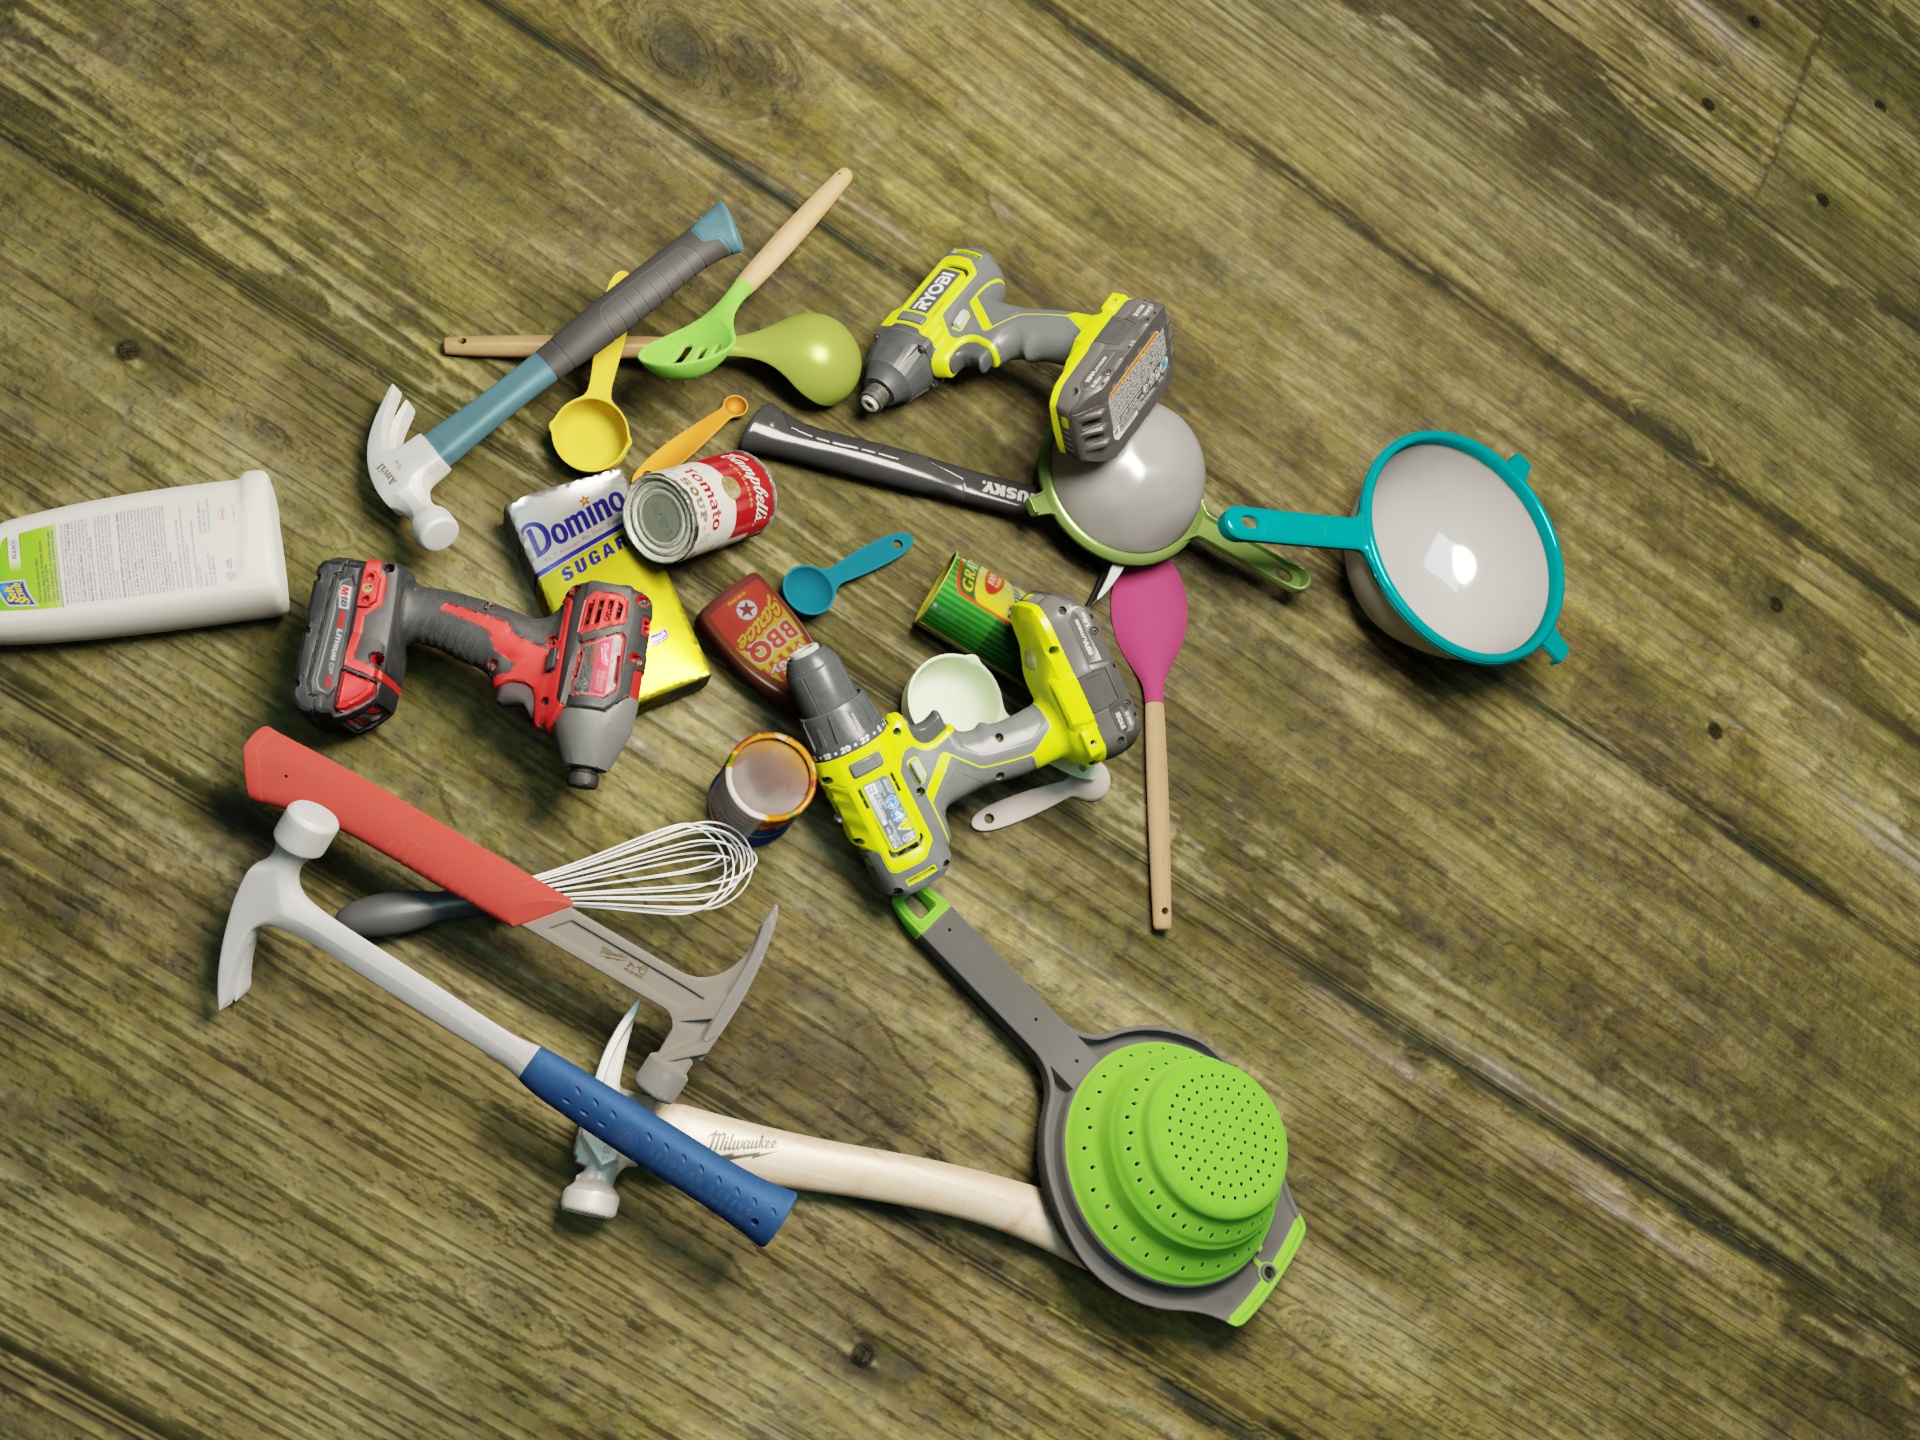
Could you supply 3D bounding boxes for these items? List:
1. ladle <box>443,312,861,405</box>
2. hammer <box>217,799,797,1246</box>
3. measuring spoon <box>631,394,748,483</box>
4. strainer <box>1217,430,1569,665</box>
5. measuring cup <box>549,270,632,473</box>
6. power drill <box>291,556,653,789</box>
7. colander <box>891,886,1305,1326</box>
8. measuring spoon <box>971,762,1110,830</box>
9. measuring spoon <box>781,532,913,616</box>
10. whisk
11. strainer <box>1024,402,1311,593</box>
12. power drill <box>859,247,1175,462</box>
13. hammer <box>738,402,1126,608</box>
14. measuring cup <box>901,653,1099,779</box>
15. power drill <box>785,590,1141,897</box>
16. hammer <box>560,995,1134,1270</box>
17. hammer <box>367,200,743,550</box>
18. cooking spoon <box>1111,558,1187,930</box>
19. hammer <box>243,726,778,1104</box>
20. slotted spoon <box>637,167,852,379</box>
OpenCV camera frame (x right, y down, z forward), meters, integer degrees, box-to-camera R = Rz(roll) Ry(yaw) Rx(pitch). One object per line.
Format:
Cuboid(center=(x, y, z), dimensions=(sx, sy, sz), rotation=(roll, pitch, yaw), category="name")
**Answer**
Cuboid(center=(-0.236, -0.285, 1.244), dimensions=(0.320, 0.062, 0.078), rotation=(-2, 69, -11), category="ladle")
Cuboid(center=(-0.289, 0.219, 1.023), dimensions=(0.405, 0.035, 0.144), rotation=(34, 102, -3), category="hammer")
Cuboid(center=(-0.212, -0.216, 1.243), dimensions=(0.021, 0.011, 0.117), rotation=(44, 70, 8), category="measuring spoon")
Cuboid(center=(0.347, -0.137, 1.339), dimensions=(0.340, 0.095, 0.211), rotation=(2, 72, -23), category="strainer")
Cuboid(center=(-0.270, -0.263, 1.208), dimensions=(0.062, 0.029, 0.156), rotation=(11, 85, -8), category="measuring cup")
Cuboid(center=(-0.328, -0.032, 1.088), dimensions=(0.219, 0.078, 0.143), rotation=(7, 78, -4), category="power drill")
Cuboid(center=(0.108, 0.250, 1.143), dimensions=(0.397, 0.094, 0.204), rotation=(45, 54, 4), category="colander")
Cuboid(center=(0.065, 0.060, 1.242), dimensions=(0.124, 0.018, 0.034), rotation=(-20, 81, -21), category="measuring spoon")
Cuboid(center=(-0.089, -0.116, 1.251), dimensions=(0.128, 0.021, 0.042), rotation=(-31, 85, -32), category="measuring spoon")
Cuboid(center=(-0.281, 0.116, 1.097), dimensions=(0.284, 0.070, 0.070), rotation=(-8, 77, -15), category="whisk")
Cuboid(center=(0.188, -0.180, 1.290), dimensions=(0.256, 0.069, 0.151), rotation=(29, 66, -10), category="strainer")
Cuboid(center=(0.040, -0.286, 1.260), dimensions=(0.223, 0.080, 0.171), rotation=(21, 62, 28), category="power drill")
Cuboid(center=(-0.013, -0.189, 1.283), dimensions=(0.334, 0.035, 0.146), rotation=(13, 70, -14), category="hammer")
Cuboid(center=(0.030, 0.009, 1.238), dimensions=(0.167, 0.038, 0.083), rotation=(27, 70, -13), category="measuring cup")
Cuboid(center=(-0.002, -0.004, 1.160), dimensions=(0.228, 0.080, 0.190), rotation=(-28, 103, -11), category="power drill")
Cuboid(center=(-0.060, 0.310, 1.119), dimensions=(0.410, 0.038, 0.146), rotation=(16, 69, -13), category="hammer")
Cuboid(center=(-0.290, -0.267, 1.162), dimensions=(0.331, 0.033, 0.128), rotation=(-41, 64, -8), category="hammer")
Cuboid(center=(0.158, 0.011, 1.286), dimensions=(0.068, 0.017, 0.319), rotation=(5, 72, -15), category="cooking spoon")
Cuboid(center=(-0.303, 0.101, 1.052), dimensions=(0.359, 0.036, 0.149), rotation=(32, 80, -5), category="hammer")
Cuboid(center=(-0.157, -0.355, 1.255), dimensions=(0.070, 0.031, 0.314), rotation=(10, 48, 24), category="slotted spoon")
